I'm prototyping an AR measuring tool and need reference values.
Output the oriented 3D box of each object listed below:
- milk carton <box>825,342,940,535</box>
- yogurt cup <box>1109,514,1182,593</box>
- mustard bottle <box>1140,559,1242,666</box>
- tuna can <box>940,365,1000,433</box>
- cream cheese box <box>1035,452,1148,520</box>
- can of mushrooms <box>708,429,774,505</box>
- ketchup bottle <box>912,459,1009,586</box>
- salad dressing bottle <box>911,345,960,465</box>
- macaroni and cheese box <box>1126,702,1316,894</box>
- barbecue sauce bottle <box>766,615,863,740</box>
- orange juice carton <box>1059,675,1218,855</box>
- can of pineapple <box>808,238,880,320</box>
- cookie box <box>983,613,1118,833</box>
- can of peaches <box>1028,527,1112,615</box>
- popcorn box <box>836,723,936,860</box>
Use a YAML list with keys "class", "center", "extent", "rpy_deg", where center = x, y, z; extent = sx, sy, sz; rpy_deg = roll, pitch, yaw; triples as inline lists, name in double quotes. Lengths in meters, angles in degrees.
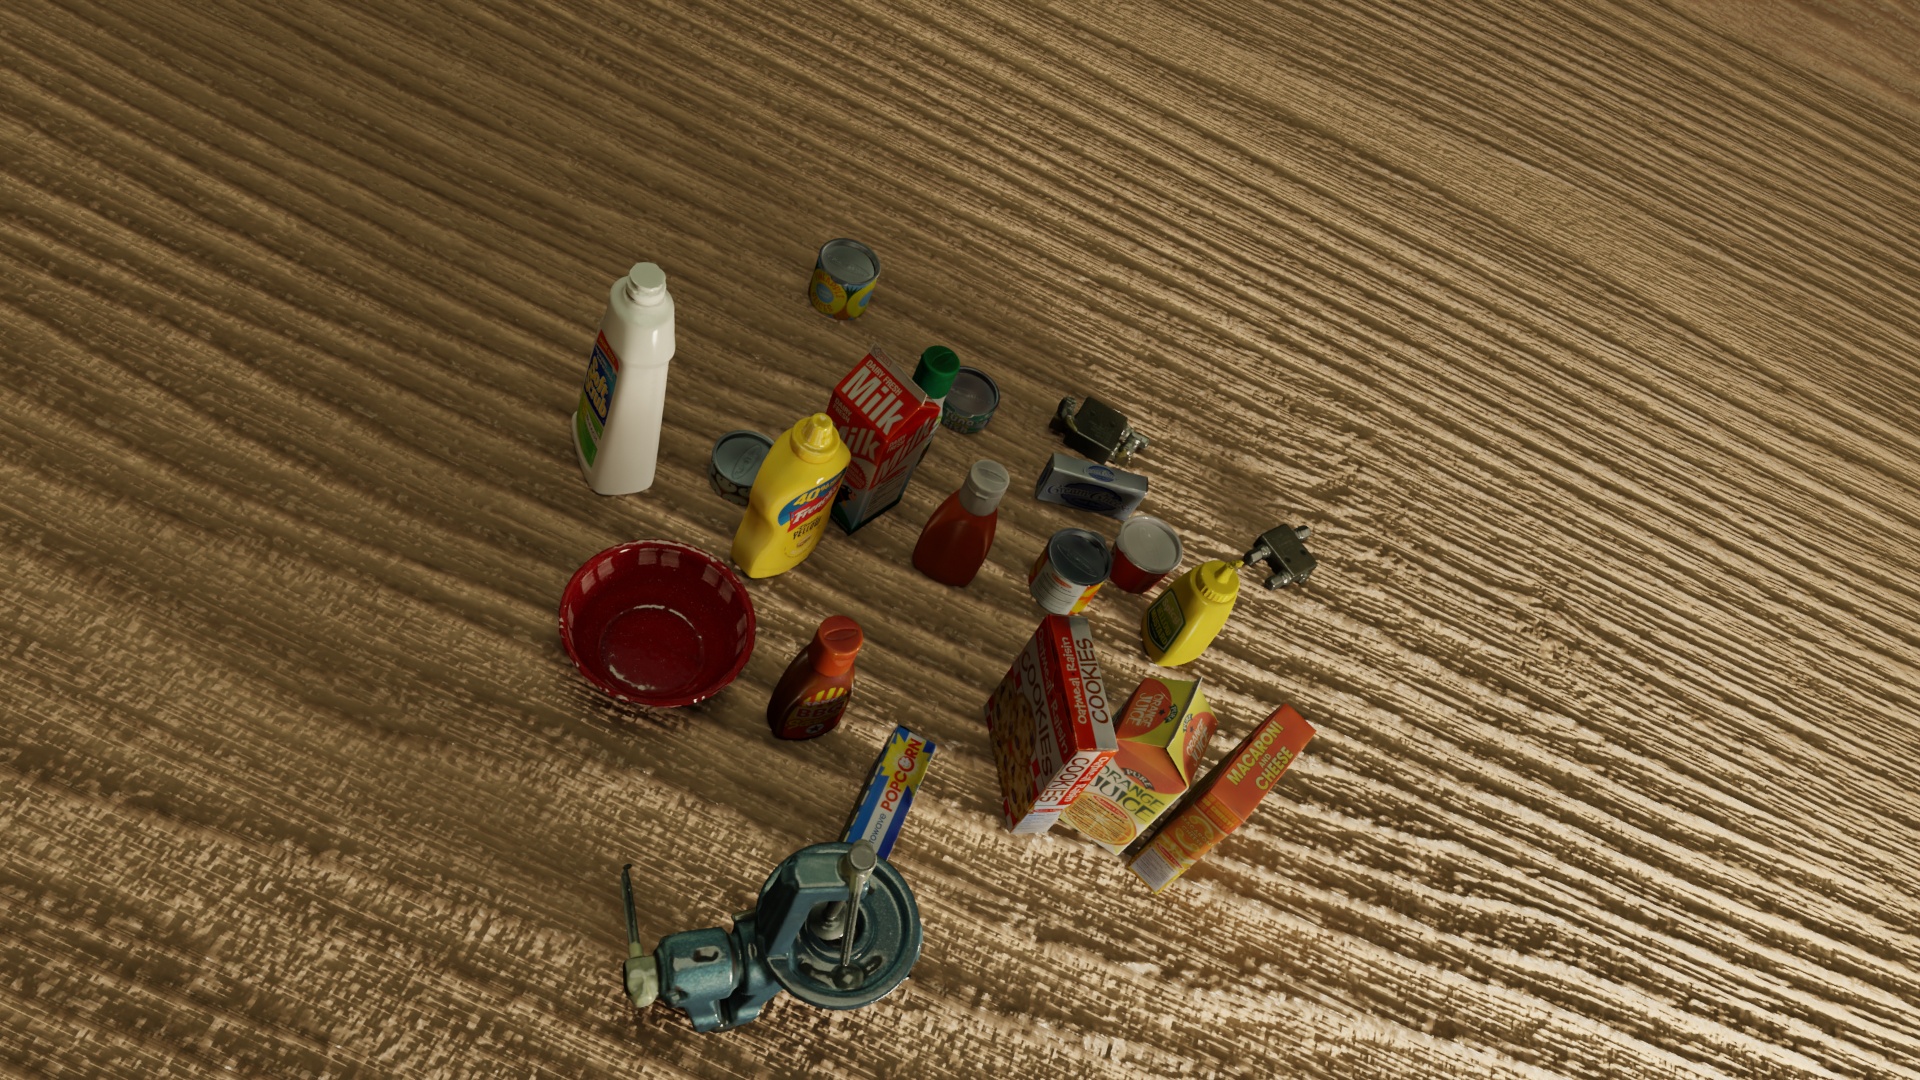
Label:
- class: "milk carton"
  center: [-0.079, -0.096, 1.272]
  extent: [0.072, 0.189, 0.074]
  rpy_deg: [45, 53, 13]
- class: "yogurt cup"
  center: [0.179, 0.016, 1.377]
  extent: [0.072, 0.053, 0.073]
  rpy_deg: [10, 53, -14]
- class: "mustard bottle"
  center: [0.220, 0.059, 1.295]
  extent: [0.049, 0.159, 0.065]
  rpy_deg: [-5, 59, -24]
- class: "tuna can"
  center: [0.004, -0.144, 1.439]
  extent: [0.071, 0.032, 0.071]
  rpy_deg: [10, 53, -14]
- class: "cream cheese box"
  center: [0.133, -0.054, 1.410]
  extent: [0.104, 0.053, 0.024]
  rpy_deg: [14, 53, -11]
- class: "can of mushrooms"
  center: [-0.201, -0.067, 1.306]
  extent: [0.071, 0.033, 0.071]
  rpy_deg: [10, 53, -14]
- class: "ketchup bottle"
  center: [0.005, -0.016, 1.274]
  extent: [0.065, 0.148, 0.044]
  rpy_deg: [23, 52, -4]
- class: "salad dressing bottle"
  center: [-0.039, -0.127, 1.337]
  extent: [0.044, 0.146, 0.064]
  rpy_deg: [43, 53, 12]
- class: "macaroni and cheese box"
  center: [0.218, 0.220, 1.176]
  extent: [0.040, 0.165, 0.124]
  rpy_deg: [43, 53, 11]
- class: "barbecue sauce bottle"
  center: [-0.115, 0.113, 1.137]
  extent: [0.065, 0.147, 0.044]
  rpy_deg: [-8, 60, -26]
- class: "orange juice carton"
  center: [0.150, 0.182, 1.160]
  extent: [0.073, 0.191, 0.072]
  rpy_deg: [33, 51, 3]
- class: "can of pineapple"
  center: [-0.124, -0.275, 1.467]
  extent: [0.071, 0.057, 0.071]
  rpy_deg: [10, 53, -14]
- class: "cookie box"
  center: [0.072, 0.156, 1.165]
  extent: [0.040, 0.166, 0.123]
  rpy_deg: [2, 56, -20]
- class: "can of peaches"
  center: [0.106, 0.029, 1.338]
  extent: [0.071, 0.057, 0.071]
  rpy_deg: [10, 53, -14]
- class: "popcorn box"
  center: [-0.068, 0.223, 1.117]
  extent: [0.038, 0.084, 0.127]
  rpy_deg: [27, 51, -1]
